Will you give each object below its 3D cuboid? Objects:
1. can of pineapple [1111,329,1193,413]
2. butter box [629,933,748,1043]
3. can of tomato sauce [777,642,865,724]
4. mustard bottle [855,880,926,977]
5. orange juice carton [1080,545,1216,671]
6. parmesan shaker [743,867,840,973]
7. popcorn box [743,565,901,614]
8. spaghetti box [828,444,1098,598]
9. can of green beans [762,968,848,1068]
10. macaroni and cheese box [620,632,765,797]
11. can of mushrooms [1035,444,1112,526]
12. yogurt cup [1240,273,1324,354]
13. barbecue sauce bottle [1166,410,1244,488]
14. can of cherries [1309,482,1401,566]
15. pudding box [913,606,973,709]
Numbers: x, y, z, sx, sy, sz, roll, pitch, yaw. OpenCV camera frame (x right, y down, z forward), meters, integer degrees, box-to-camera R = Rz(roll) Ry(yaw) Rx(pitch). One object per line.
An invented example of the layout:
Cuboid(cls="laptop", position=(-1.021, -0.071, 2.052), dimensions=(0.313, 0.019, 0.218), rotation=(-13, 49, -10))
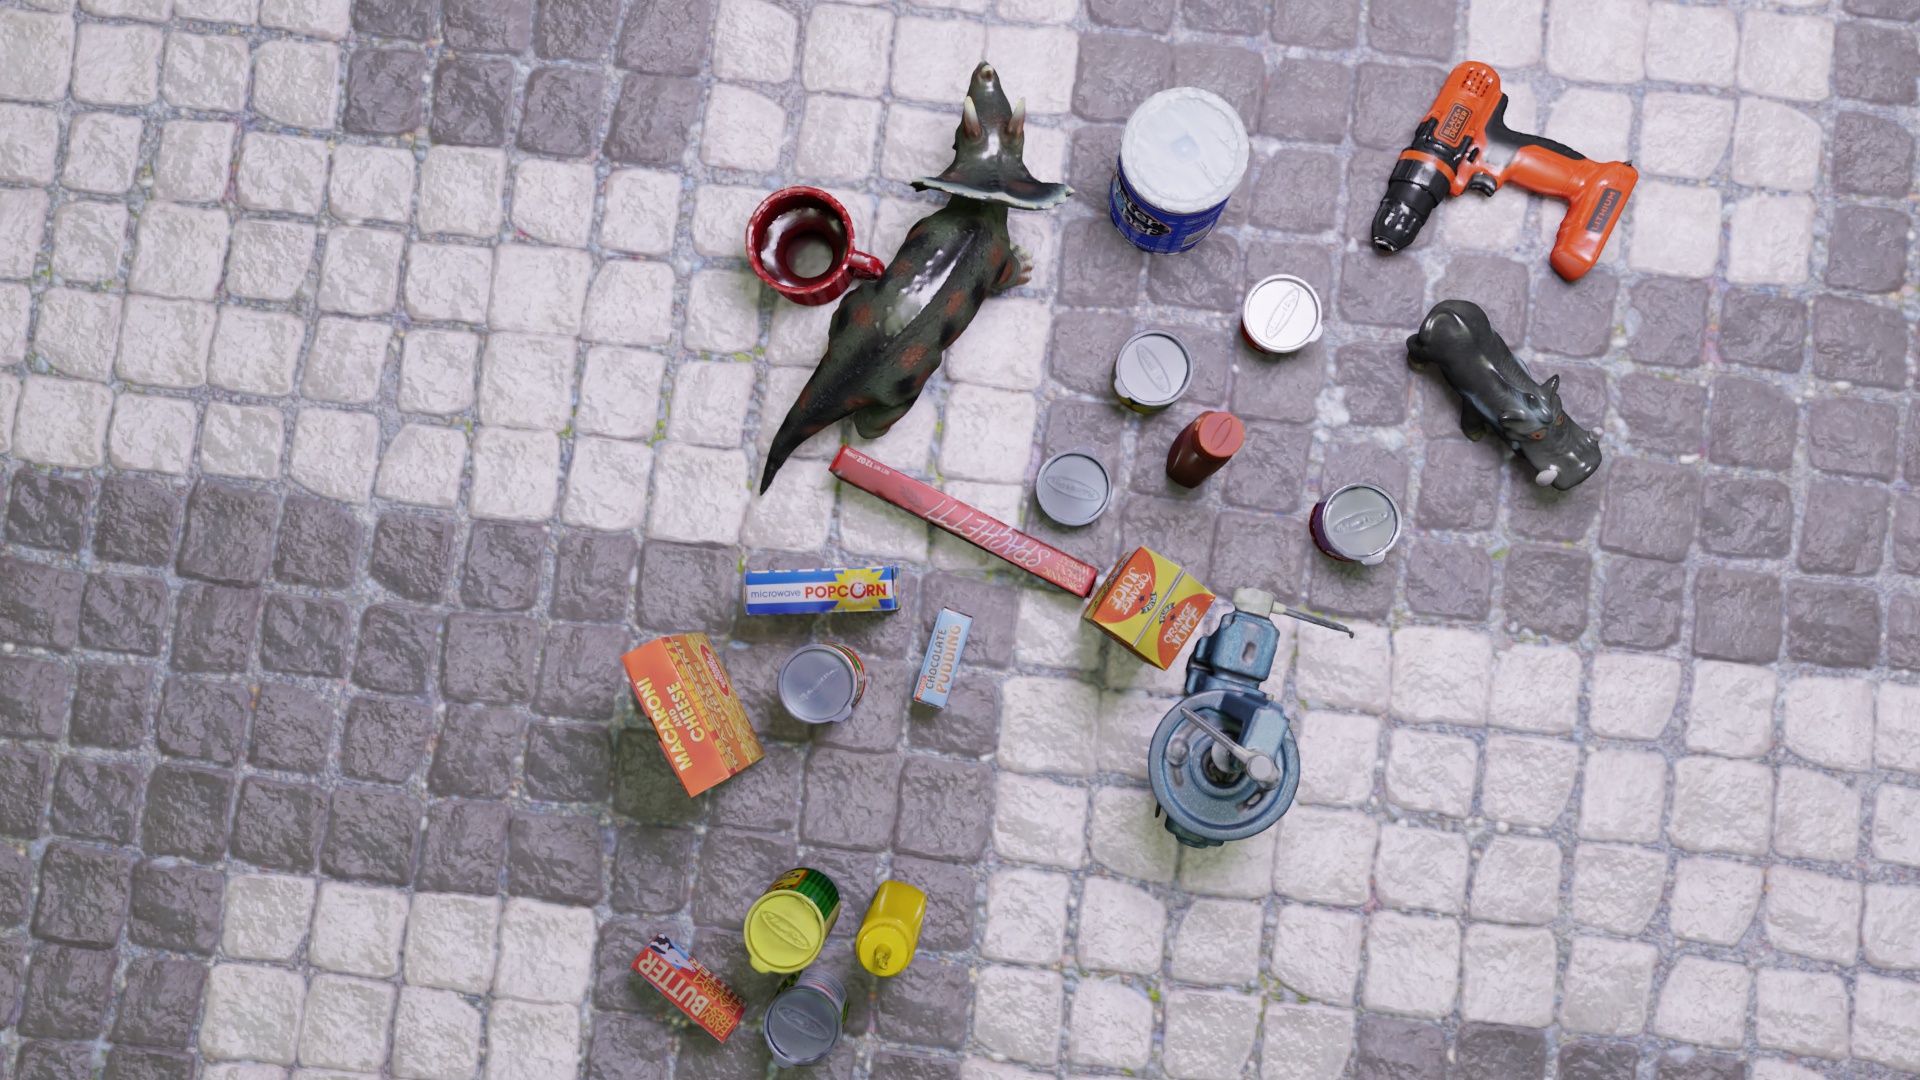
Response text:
Cuboid(cls="can of pineapple", position=(0.164, -0.145, 1.206), dimensions=(0.071, 0.058, 0.071), rotation=(0, 87, 2))
Cuboid(cls="butter box", position=(-0.231, 0.381, 1.188), dimensions=(0.103, 0.053, 0.024), rotation=(38, 89, 3))
Cuboid(cls="can of tomato sauce", position=(-0.115, 0.122, 1.185), dimensions=(0.071, 0.083, 0.071), rotation=(0, 87, 2))
Cuboid(cls="mustard bottle", position=(-0.059, 0.322, 1.134), dimensions=(0.049, 0.160, 0.065), rotation=(18, 88, 2))
Cuboid(cls="orange juice carton", position=(0.151, 0.055, 1.127), dimensions=(0.073, 0.192, 0.072), rotation=(35, 89, 3))
Cuboid(cls="parmesan shaker", position=(-0.142, 0.318, 1.165), dimensions=(0.071, 0.103, 0.071), rotation=(0, 87, 2))
Cuboid(cls="popcorn box", position=(-0.116, 0.043, 1.189), dimensions=(0.127, 0.085, 0.038), rotation=(-2, 87, 1))
Cuboid(cls="spaghetti box", position=(0.004, -0.015, 1.207), dimensions=(0.250, 0.050, 0.028), rotation=(26, 88, 3))
Cuboid(cls="can of green beans", position=(-0.131, 0.404, 1.182), dimensions=(0.071, 0.058, 0.071), rotation=(0, 87, 2))
Cuboid(cls="macaroni and cheese box", position=(-0.217, 0.140, 1.145), dimensions=(0.040, 0.166, 0.123), rotation=(-28, 87, 0))
Cuboid(cls="can of mushrooms", position=(0.100, -0.047, 1.214), dimensions=(0.071, 0.033, 0.071), rotation=(0, 87, 2))
Cuboid(cls="yogurt cup", position=(0.275, -0.193, 1.208), dimensions=(0.072, 0.054, 0.072), rotation=(0, 87, 2))
Cuboid(cls="barbecue sauce bottle", position=(0.205, -0.080, 1.156), dimensions=(0.044, 0.148, 0.065), rotation=(31, 89, 3))
Cuboid(cls="can of cherries", position=(0.338, -0.012, 1.193), dimensions=(0.071, 0.058, 0.071), rotation=(0, 87, 2))
Cuboid(cls="pudding box", position=(-0.015, 0.100, 1.201), dimensions=(0.030, 0.049, 0.083), rotation=(18, 88, 2))
